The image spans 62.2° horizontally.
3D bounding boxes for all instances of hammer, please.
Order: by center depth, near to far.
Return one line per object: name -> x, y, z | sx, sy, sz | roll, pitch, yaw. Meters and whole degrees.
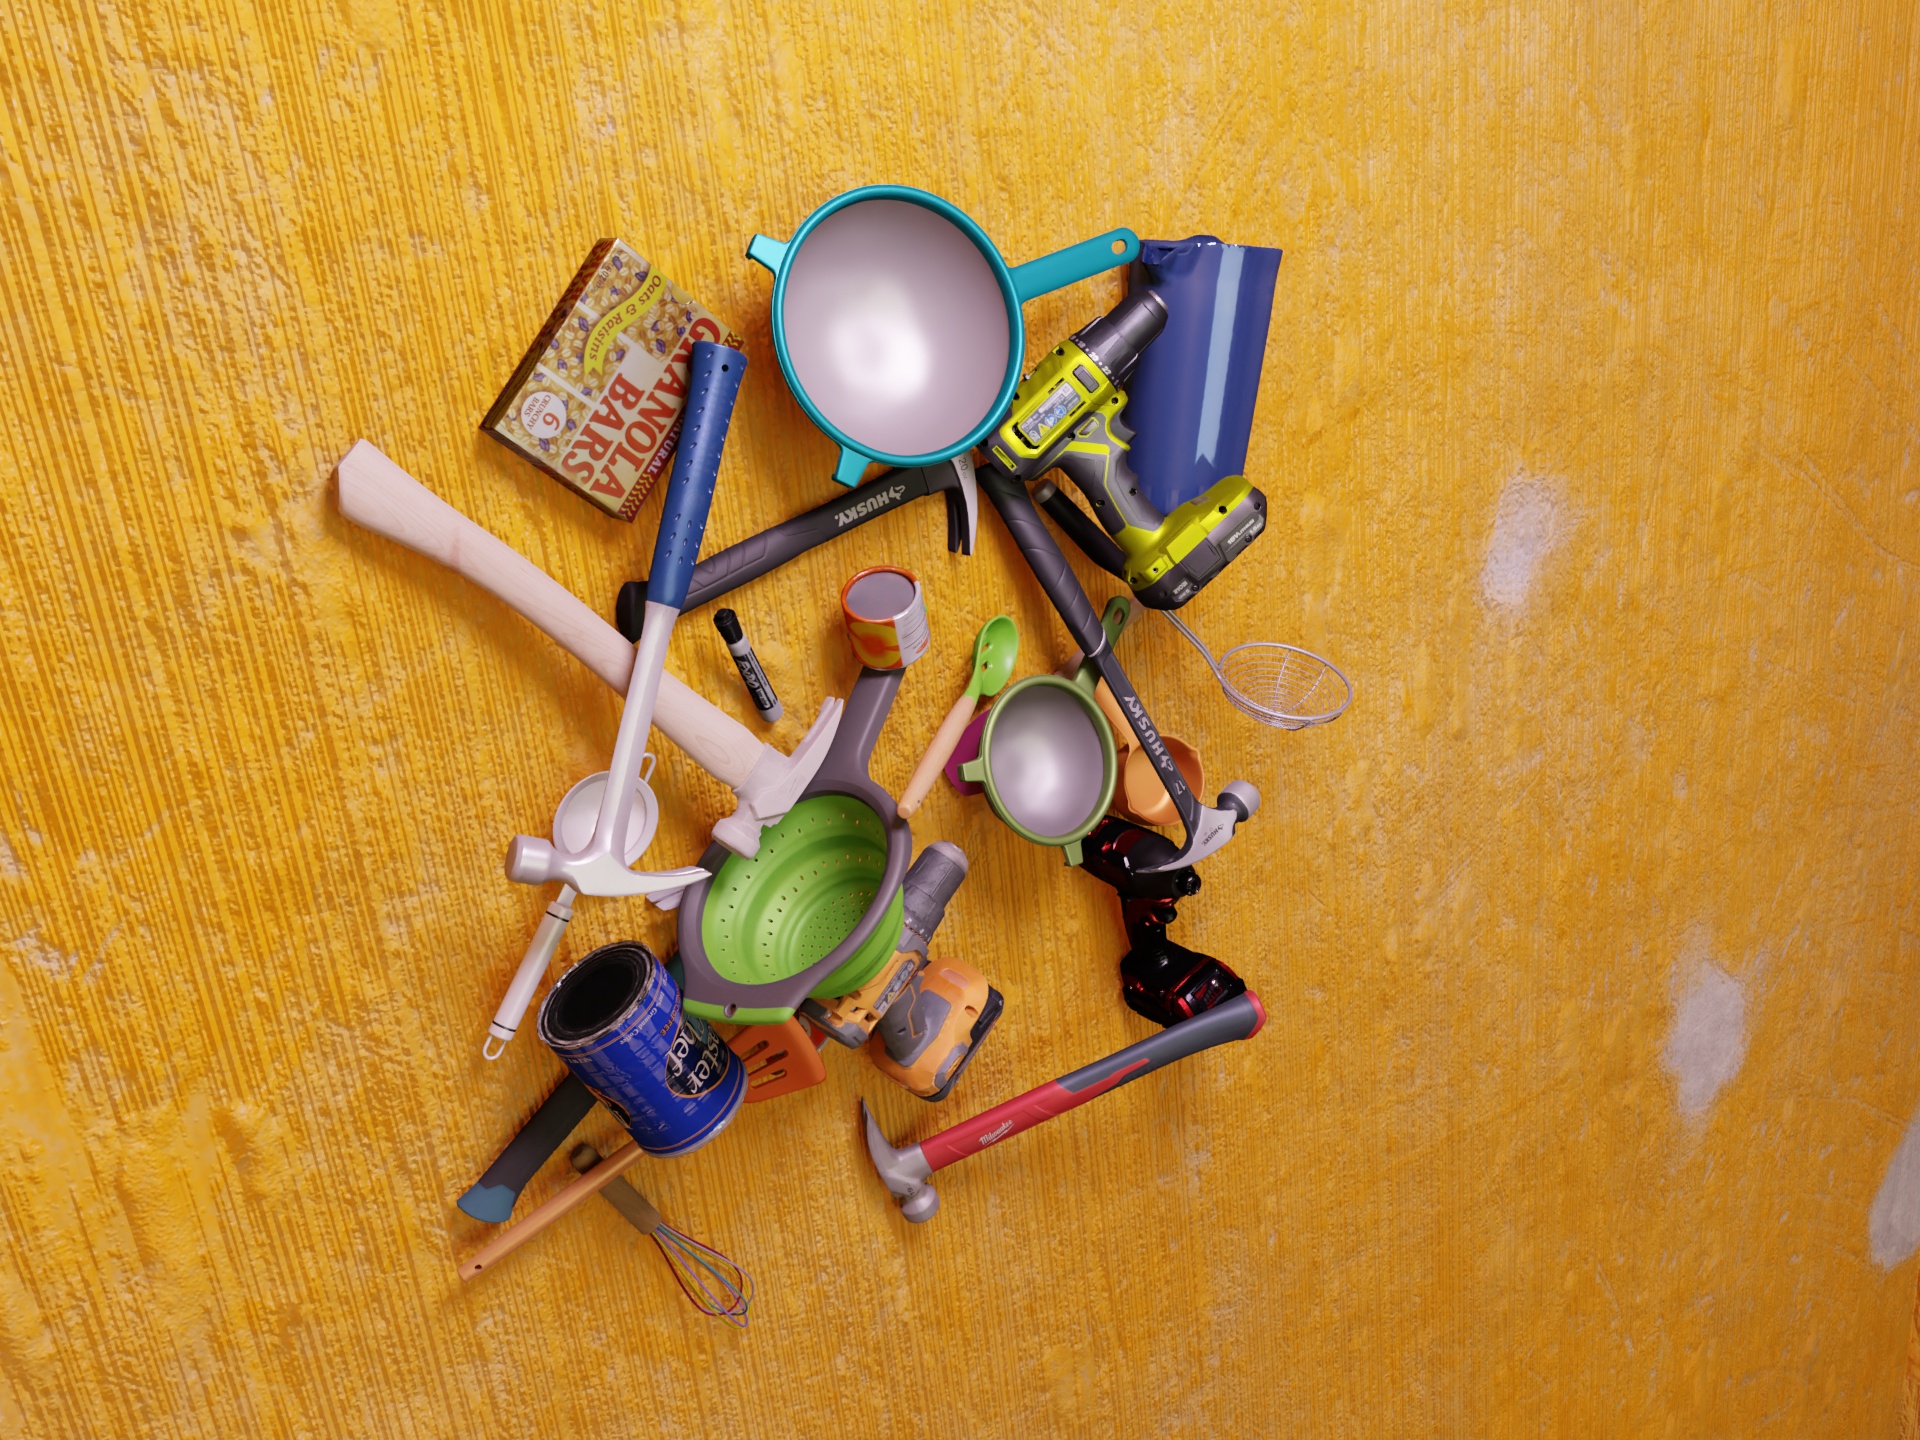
hammer -> -0.213, -0.071, 1.151 | 0.144, 0.035, 0.405 | 14, 86, -29
hammer -> -0.267, -0.068, 1.162 | 0.410, 0.038, 0.146 | 40, 76, -26
hammer -> -0.126, -0.145, 1.277 | 0.335, 0.035, 0.146 | -30, 117, -25
hammer -> -0.277, 0.265, 1.283 | 0.331, 0.033, 0.128 | -50, 125, -13
hammer -> 0.124, -0.049, 1.403 | 0.149, 0.036, 0.408 | -39, 104, -34
hammer -> 0.099, 0.332, 1.474 | 0.386, 0.038, 0.143 | -24, 118, -3

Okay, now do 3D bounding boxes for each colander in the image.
colander -> -0.086, 0.082, 1.277 | 0.094, 0.204, 0.397 | 51, 49, -41

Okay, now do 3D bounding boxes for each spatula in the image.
spatula -> -0.259, 0.347, 1.282 | 0.322, 0.041, 0.081 | -34, 105, -20

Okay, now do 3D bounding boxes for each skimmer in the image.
skimmer -> 0.217, -0.114, 1.463 | 0.090, 0.127, 0.363 | -37, 116, 25

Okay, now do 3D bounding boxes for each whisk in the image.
whisk -> -0.250, 0.437, 1.349 | 0.244, 0.051, 0.047 | 55, 50, -27

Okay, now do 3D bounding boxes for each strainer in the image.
strainer -> -0.304, 0.137, 1.212 | 0.086, 0.050, 0.258 | 32, 79, -40
strainer -> -0.011, -0.325, 1.263 | 0.340, 0.095, 0.211 | -27, 104, -25
strainer -> 0.084, -0.005, 1.430 | 0.151, 0.069, 0.256 | 39, 62, -25

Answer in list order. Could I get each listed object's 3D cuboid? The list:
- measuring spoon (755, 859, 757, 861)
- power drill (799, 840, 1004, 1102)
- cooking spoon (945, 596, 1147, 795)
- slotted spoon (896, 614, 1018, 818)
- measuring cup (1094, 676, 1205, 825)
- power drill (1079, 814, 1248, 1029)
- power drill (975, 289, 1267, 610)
measuring spoon -> -0.150, 0.082, 1.336 | 0.128, 0.021, 0.042 | -26, 104, -37
power drill -> -0.034, 0.216, 1.362 | 0.185, 0.084, 0.226 | -55, 149, -15
cooking spoon -> 0.103, -0.048, 1.472 | 0.319, 0.017, 0.068 | -43, 118, -17
slotted spoon -> -0.002, -0.004, 1.299 | 0.314, 0.031, 0.070 | -61, 148, -59
measuring cup -> 0.159, 0.025, 1.519 | 0.095, 0.052, 0.173 | -39, 97, -21
power drill -> 0.195, 0.196, 1.525 | 0.078, 0.143, 0.219 | -37, 123, -24
power drill -> 0.149, -0.224, 1.330 | 0.190, 0.080, 0.228 | -43, 104, 7
